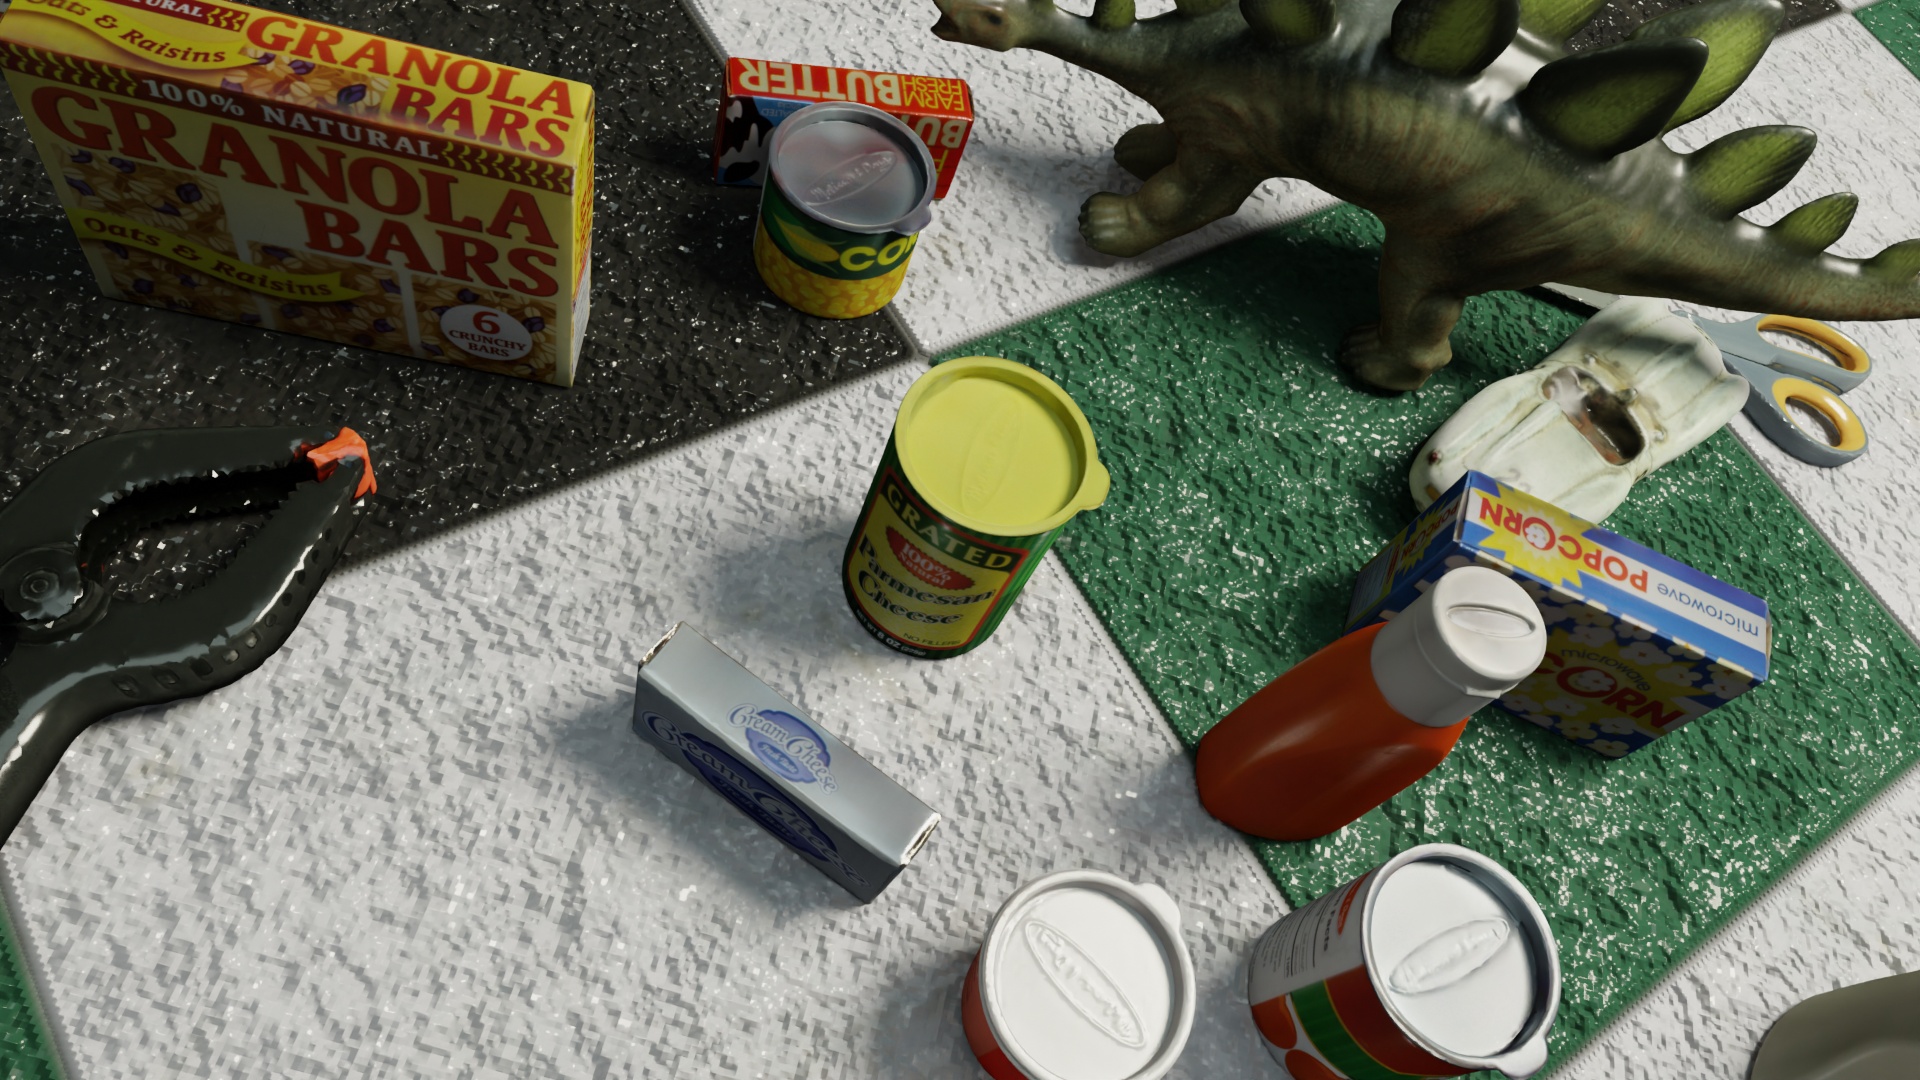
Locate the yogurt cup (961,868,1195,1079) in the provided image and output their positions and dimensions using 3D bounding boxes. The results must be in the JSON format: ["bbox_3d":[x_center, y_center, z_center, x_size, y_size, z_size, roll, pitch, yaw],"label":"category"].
[{"bbox_3d":[0.033,0.143,0.436,0.072,0.053,0.073,7,60,-12],"label":"yogurt cup"}]

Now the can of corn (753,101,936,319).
[{"bbox_3d":[-0.046,-0.131,0.562,0.071,0.058,0.071,7,60,-12],"label":"can of corn"}]

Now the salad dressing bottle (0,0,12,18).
[{"bbox_3d":[-0.328,-0.228,0.482,0.064,0.147,0.044,-8,65,-20],"label":"salad dressing bottle"}]

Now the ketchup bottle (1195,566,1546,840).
[{"bbox_3d":[0.133,0.058,0.456,0.065,0.148,0.044,9,60,-11],"label":"ketchup bottle"}]

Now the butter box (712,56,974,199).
[{"bbox_3d":[-0.050,-0.173,0.587,0.104,0.053,0.024,0,62,-16],"label":"butter box"}]

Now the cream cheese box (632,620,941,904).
[{"bbox_3d":[-0.059,0.074,0.448,0.104,0.053,0.024,36,59,5],"label":"cream cheese box"}]

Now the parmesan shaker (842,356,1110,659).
[{"bbox_3d":[0.002,-0.006,0.480,0.071,0.102,0.071,7,61,-12],"label":"parmesan shaker"}]

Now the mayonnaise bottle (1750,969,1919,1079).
[{"bbox_3d":[0.333,0.164,0.455,0.065,0.147,0.041,-32,75,-28],"label":"mayonnaise bottle"}]

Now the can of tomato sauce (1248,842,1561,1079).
[{"bbox_3d":[0.141,0.143,0.450,0.071,0.082,0.071,7,61,-12],"label":"can of tomato sauce"}]

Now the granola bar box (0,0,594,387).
[{"bbox_3d":[-0.210,-0.116,0.468,0.166,0.123,0.039,11,60,-10],"label":"granola bar box"}]

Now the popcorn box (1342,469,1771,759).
[{"bbox_3d":[0.226,0.031,0.535,0.127,0.084,0.038,24,58,-2],"label":"popcorn box"}]
